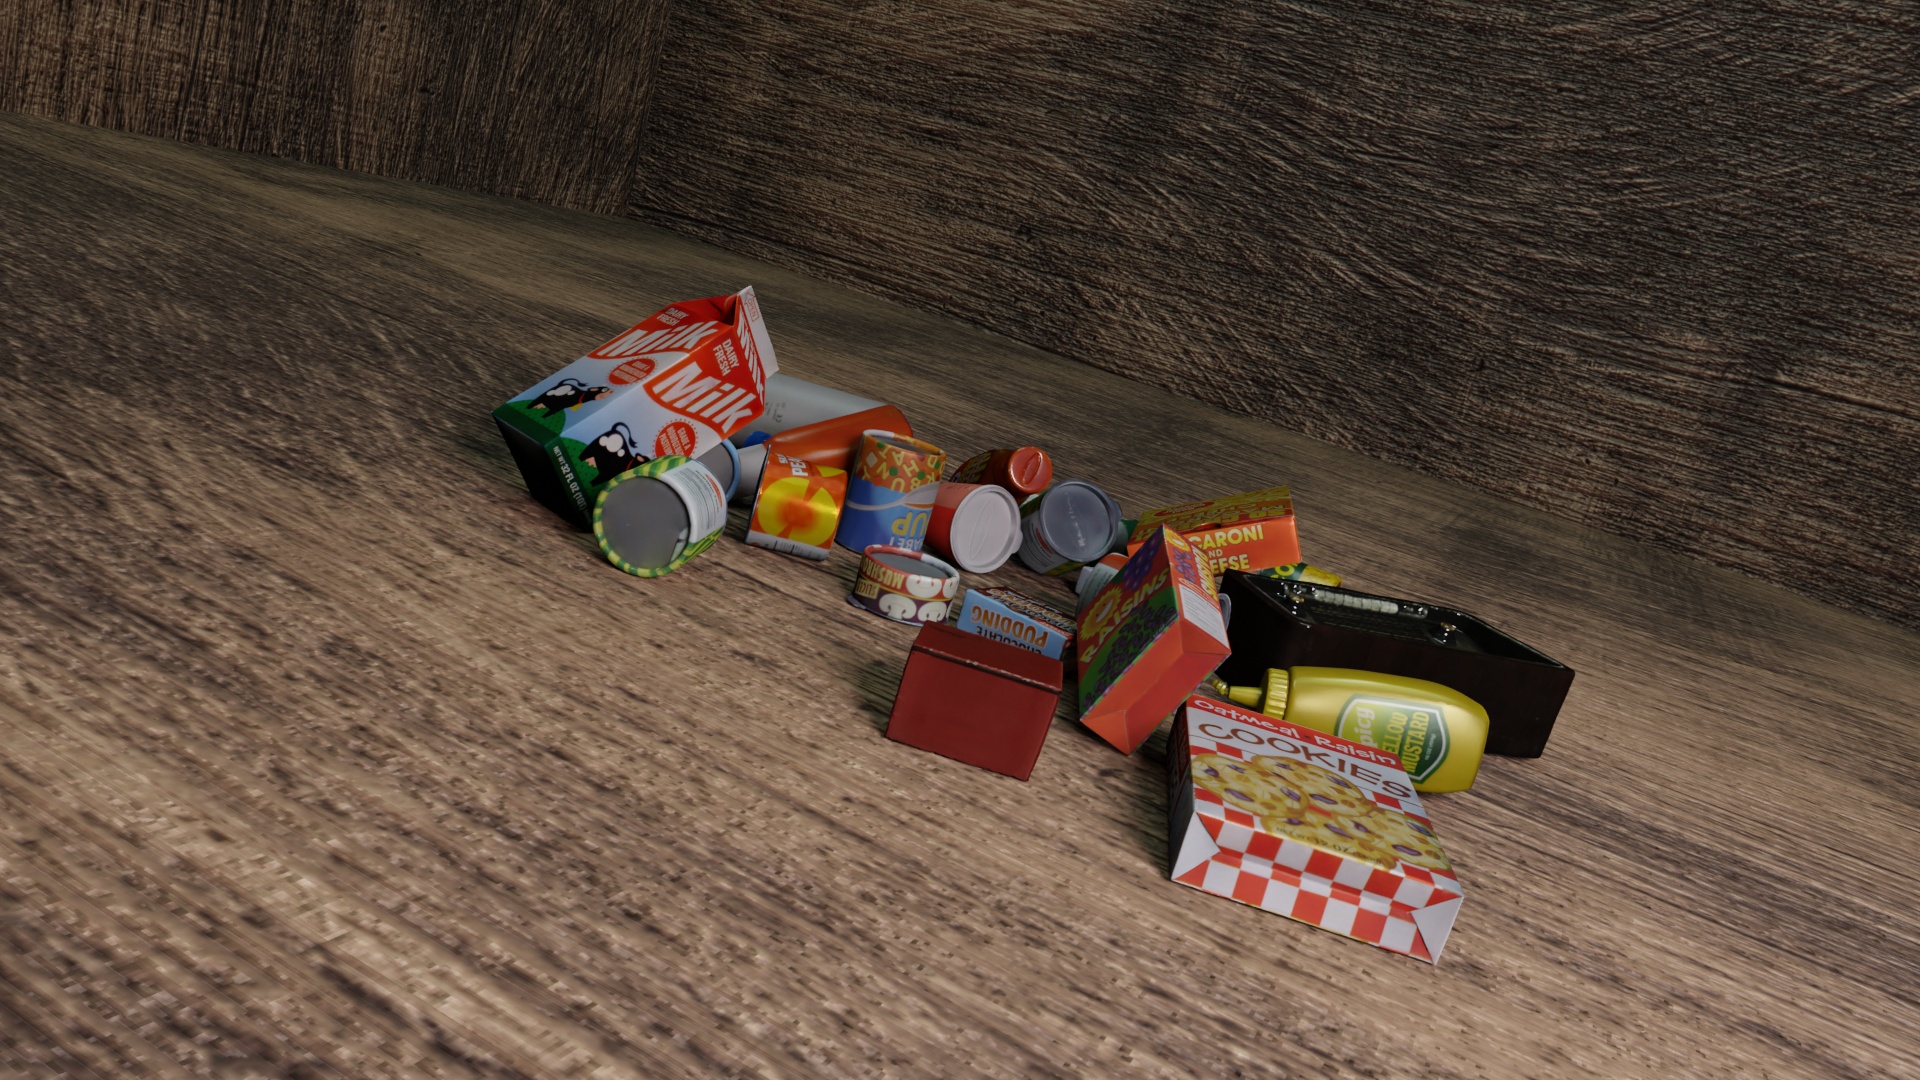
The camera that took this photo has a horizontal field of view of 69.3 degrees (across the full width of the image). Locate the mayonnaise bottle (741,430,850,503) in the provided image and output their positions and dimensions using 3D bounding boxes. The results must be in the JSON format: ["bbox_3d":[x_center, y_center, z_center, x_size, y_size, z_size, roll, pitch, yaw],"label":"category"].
[{"bbox_3d":[-0.108,-0.049,1.121,0.148,0.041,0.065,21,21,21],"label":"mayonnaise bottle"}]

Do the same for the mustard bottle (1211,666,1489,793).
[{"bbox_3d":[0.230,0.107,0.836,0.160,0.065,0.049,11,7,6],"label":"mustard bottle"}]

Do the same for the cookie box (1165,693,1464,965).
[{"bbox_3d":[0.166,0.135,0.689,0.123,0.040,0.168,17,14,4],"label":"cookie box"}]

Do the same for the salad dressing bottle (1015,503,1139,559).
[{"bbox_3d":[0.106,-0.003,1.183,0.148,0.044,0.064,5,15,-43],"label":"salad dressing bottle"}]

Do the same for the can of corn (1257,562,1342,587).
[{"bbox_3d":[0.263,0.047,1.096,0.058,0.071,0.071,22,14,21],"label":"can of corn"}]

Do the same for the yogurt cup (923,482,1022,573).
[{"bbox_3d":[0.004,-0.013,1.062,0.072,0.072,0.054,4,9,-42],"label":"yogurt cup"}]

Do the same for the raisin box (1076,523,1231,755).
[{"bbox_3d":[0.108,0.053,0.795,0.040,0.086,0.124,35,22,-12],"label":"raisin box"}]

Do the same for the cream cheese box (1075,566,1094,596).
[{"bbox_3d":[0.144,0.042,1.079,0.104,0.024,0.053,5,15,-40],"label":"cream cheese box"}]

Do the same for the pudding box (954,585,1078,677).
[{"bbox_3d":[0.044,0.058,0.884,0.084,0.030,0.050,25,16,35],"label":"pudding box"}]

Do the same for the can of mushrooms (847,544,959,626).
[{"bbox_3d":[-0.038,0.029,0.903,0.071,0.033,0.071,16,13,-4],"label":"can of mushrooms"}]

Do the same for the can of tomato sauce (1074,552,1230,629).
[{"bbox_3d":[0.129,0.052,0.930,0.083,0.071,0.071,23,14,29],"label":"can of tomato sauce"}]

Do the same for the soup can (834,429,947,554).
[{"bbox_3d":[-0.049,-0.032,1.030,0.071,0.083,0.071,16,13,-4],"label":"soup can"}]

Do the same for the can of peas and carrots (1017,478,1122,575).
[{"bbox_3d":[0.083,-0.010,1.088,0.071,0.071,0.058,12,-17,-19],"label":"can of peas and carrots"}]

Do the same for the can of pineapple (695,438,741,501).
[{"bbox_3d":[-0.195,-0.055,0.993,0.071,0.070,0.058,8,15,-30],"label":"can of pineapple"}]

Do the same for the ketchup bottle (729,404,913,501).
[{"bbox_3d":[-0.113,-0.066,1.069,0.149,0.043,0.065,-16,29,-18],"label":"ketchup bottle"}]

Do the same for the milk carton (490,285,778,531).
[{"bbox_3d":[-0.202,-0.096,0.924,0.191,0.072,0.073,-38,44,-28],"label":"milk carton"}]

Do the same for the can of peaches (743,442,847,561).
[{"bbox_3d":[-0.113,-0.026,0.956,0.058,0.071,0.071,15,13,-10],"label":"can of peaches"}]

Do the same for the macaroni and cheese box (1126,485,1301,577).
[{"bbox_3d":[0.198,-0.005,1.082,0.123,0.040,0.167,-11,7,13],"label":"macaroni and cheese box"}]

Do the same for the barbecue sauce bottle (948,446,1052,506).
[{"bbox_3d":[0.030,-0.046,1.118,0.043,0.065,0.148,30,-14,-14],"label":"barbecue sauce bottle"}]

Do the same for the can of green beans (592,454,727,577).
[{"bbox_3d":[-0.182,-0.015,0.843,0.071,0.071,0.058,17,13,5],"label":"can of green beans"}]
